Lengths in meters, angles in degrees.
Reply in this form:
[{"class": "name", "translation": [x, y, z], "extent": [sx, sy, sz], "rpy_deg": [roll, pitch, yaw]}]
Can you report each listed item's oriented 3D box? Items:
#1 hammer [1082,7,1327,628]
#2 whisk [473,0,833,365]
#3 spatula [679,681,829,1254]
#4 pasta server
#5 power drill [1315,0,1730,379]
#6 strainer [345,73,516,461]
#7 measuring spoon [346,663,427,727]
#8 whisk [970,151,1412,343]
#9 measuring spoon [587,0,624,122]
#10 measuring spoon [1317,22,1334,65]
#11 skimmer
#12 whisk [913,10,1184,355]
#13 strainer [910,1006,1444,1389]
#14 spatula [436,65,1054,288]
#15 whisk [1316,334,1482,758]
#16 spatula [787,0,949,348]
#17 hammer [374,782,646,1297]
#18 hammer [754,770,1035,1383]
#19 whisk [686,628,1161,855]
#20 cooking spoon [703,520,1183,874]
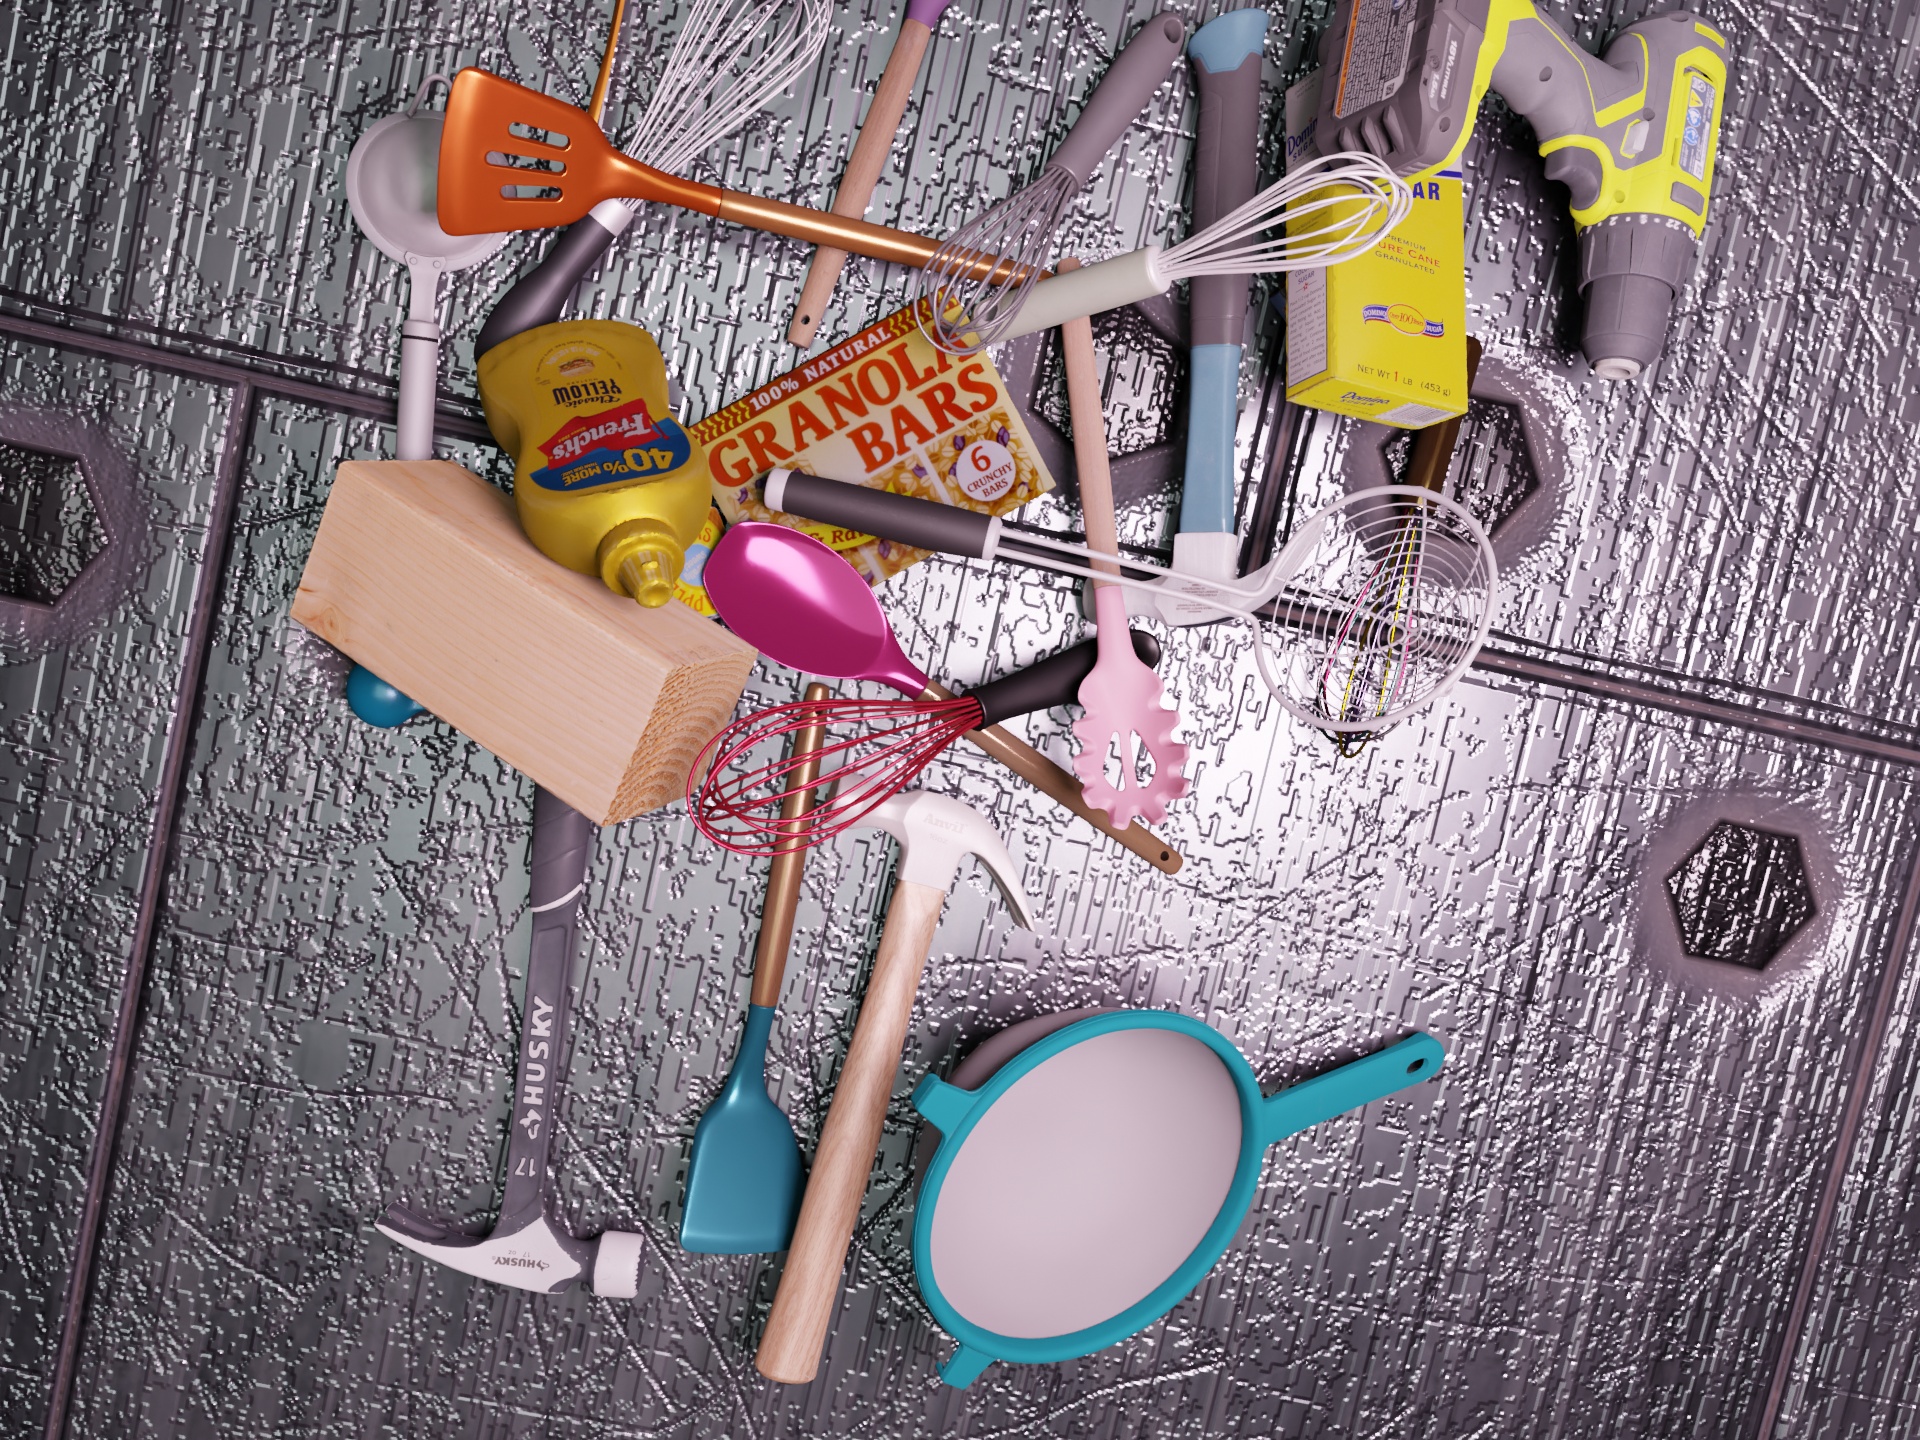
[{"class": "hammer", "translation": [0.137, -0.215, 0.862], "extent": [0.128, 0.033, 0.331], "rpy_deg": [3, 91, 25]}, {"class": "whisk", "translation": [-0.167, -0.296, 0.844], "extent": [0.070, 0.070, 0.284], "rpy_deg": [41, 97, -6]}, {"class": "spatula", "translation": [-0.101, 0.136, 0.891], "extent": [0.082, 0.044, 0.317], "rpy_deg": [8, 93, -28]}, {"class": "pasta server", "translation": [0.076, -0.099, 0.851], "extent": [0.060, 0.040, 0.316], "rpy_deg": [-6, 83, 2]}, {"class": "power drill", "translation": [0.297, -0.295, 0.815], "extent": [0.228, 0.080, 0.190], "rpy_deg": [14, 83, -28]}, {"class": "strainer", "translation": [-0.287, -0.216, 0.851], "extent": [0.086, 0.050, 0.258], "rpy_deg": [4, 99, -18]}, {"class": "measuring spoon", "translation": [-0.278, -0.011, 0.860], "extent": [0.128, 0.021, 0.042], "rpy_deg": [8, 91, 13]}, {"class": "whisk", "translation": [0.109, -0.233, 0.812], "extent": [0.246, 0.059, 0.058], "rpy_deg": [-8, 72, 34]}, {"class": "measuring spoon", "translation": [-0.193, -0.349, 0.847], "extent": [0.011, 0.021, 0.117], "rpy_deg": [13, 90, -26]}, {"class": "measuring spoon", "translation": [0.217, -0.325, 0.878], "extent": [0.034, 0.018, 0.124], "rpy_deg": [-3, 96, -3]}, {"class": "skimmer", "translation": [0.074, -0.086, 0.790], "extent": [0.363, 0.090, 0.127], "rpy_deg": [14, 80, 6]}, {"class": "whisk", "translation": [0.052, -0.289, 0.839], "extent": [0.055, 0.055, 0.239], "rpy_deg": [36, 76, -6]}, {"class": "strainer", "translation": [0.112, 0.220, 0.895], "extent": [0.340, 0.095, 0.211], "rpy_deg": [-14, 114, -23]}, {"class": "spatula", "translation": [-0.100, -0.260, 0.824], "extent": [0.322, 0.041, 0.081], "rpy_deg": [8, 117, -17]}, {"class": "whisk", "translation": [0.250, -0.097, 0.895], "extent": [0.047, 0.051, 0.245], "rpy_deg": [16, 90, -26]}, {"class": "spatula", "translation": [-0.030, -0.351, 0.862], "extent": [0.059, 0.018, 0.316], "rpy_deg": [22, 93, -6]}, {"class": "hammer", "translation": [-0.233, 0.118, 0.887], "extent": [0.149, 0.036, 0.409], "rpy_deg": [6, 94, -3]}, {"class": "hammer", "translation": [-0.050, 0.202, 0.884], "extent": [0.130, 0.031, 0.331], "rpy_deg": [16, 88, -14]}, {"class": "whisk", "translation": [-0.009, 0.001, 0.828], "extent": [0.296, 0.073, 0.073], "rpy_deg": [-20, 97, -30]}, {"class": "cooking spoon", "translation": [-0.001, -0.003, 0.871], "extent": [0.318, 0.017, 0.069], "rpy_deg": [35, 77, -15]}]
